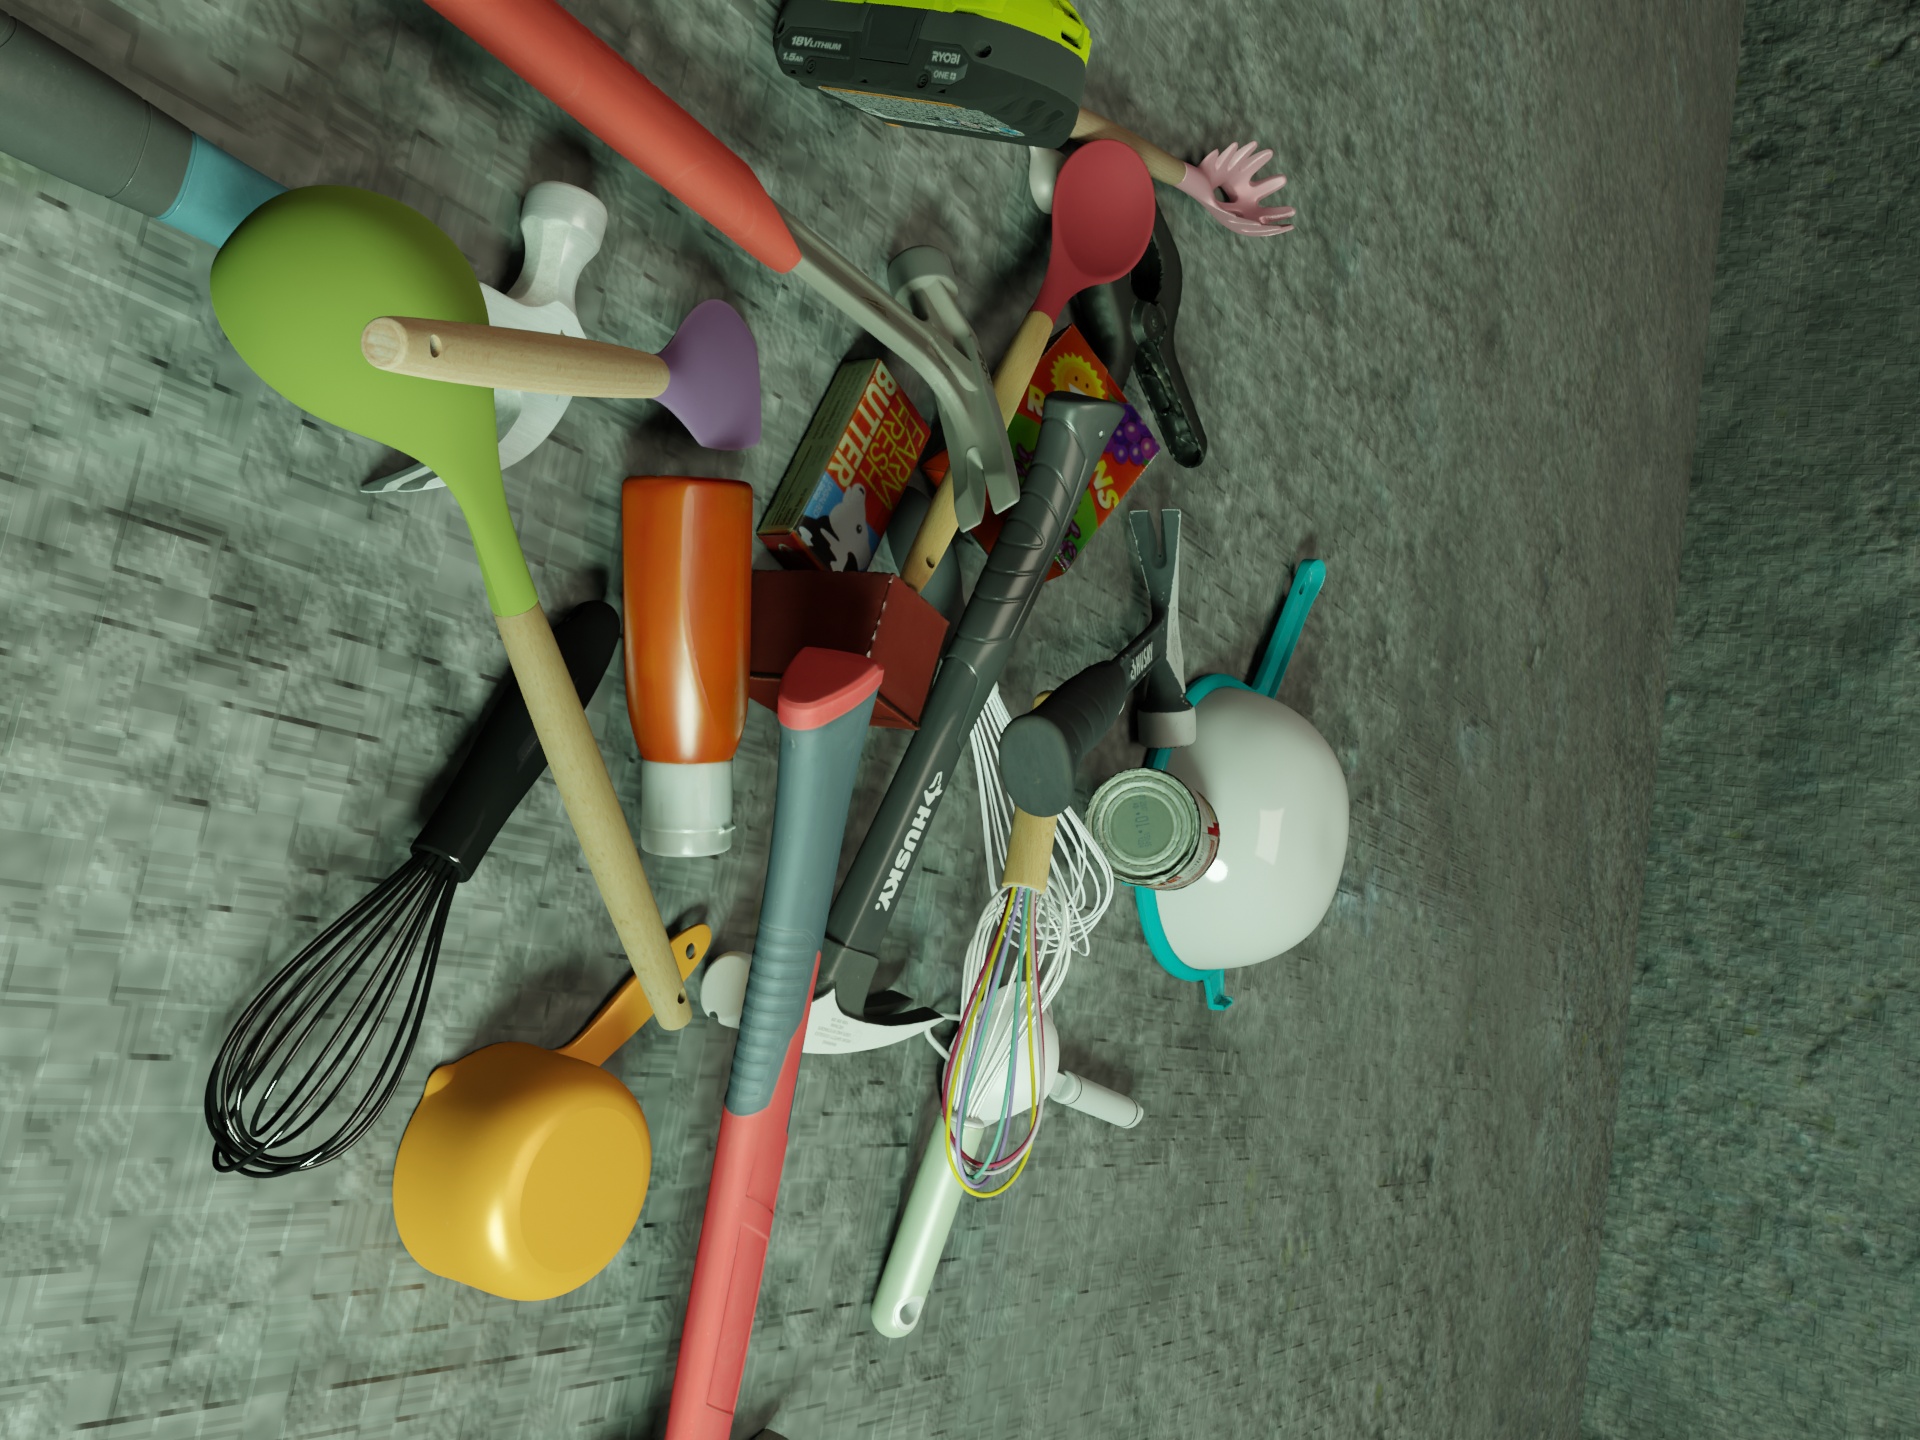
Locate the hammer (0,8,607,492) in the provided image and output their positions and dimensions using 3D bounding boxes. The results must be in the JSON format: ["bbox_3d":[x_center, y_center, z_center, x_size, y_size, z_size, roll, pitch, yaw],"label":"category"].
[{"bbox_3d":[-0.232,-0.161,0.442,0.330,0.033,0.128,23,74,-55],"label":"hammer"}]

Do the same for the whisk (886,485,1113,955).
[{"bbox_3d":[0.018,0.008,0.819,0.070,0.070,0.284,-48,127,-42],"label":"whisk"}]

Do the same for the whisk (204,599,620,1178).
[{"bbox_3d":[-0.176,0.046,0.541,0.055,0.055,0.239,59,43,-41],"label":"whisk"}]

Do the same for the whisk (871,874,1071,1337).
[{"bbox_3d":[0.003,0.194,0.807,0.057,0.059,0.246,21,88,-40],"label":"whisk"}]

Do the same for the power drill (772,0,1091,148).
[{"bbox_3d":[0.000,-0.368,0.654,0.080,0.191,0.228,-3,111,-56],"label":"power drill"}]

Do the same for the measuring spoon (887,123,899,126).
[{"bbox_3d":[-0.007,-0.312,0.782,0.117,0.011,0.021,-41,127,-42],"label":"measuring spoon"}]

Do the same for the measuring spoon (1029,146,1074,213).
[{"bbox_3d":[0.041,-0.330,0.840,0.034,0.018,0.124,-49,131,-41],"label":"measuring spoon"}]

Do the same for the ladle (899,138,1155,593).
[{"bbox_3d":[0.032,-0.180,0.786,0.069,0.031,0.316,46,52,-30],"label":"ladle"}]

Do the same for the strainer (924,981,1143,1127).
[{"bbox_3d":[0.059,0.210,0.918,0.087,0.050,0.258,-61,145,-7],"label":"strainer"}]

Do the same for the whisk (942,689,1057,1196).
[{"bbox_3d":[0.029,0.103,0.766,0.051,0.047,0.245,124,-22,-72],"label":"whisk"}]

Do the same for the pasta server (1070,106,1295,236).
[{"bbox_3d":[0.121,-0.329,0.929,0.316,0.040,0.060,-10,84,-58],"label":"pasta server"}]

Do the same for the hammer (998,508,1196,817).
[{"bbox_3d":[0.079,-0.024,0.808,0.409,0.036,0.149,-35,123,-72],"label":"hammer"}]

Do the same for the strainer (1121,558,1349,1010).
[{"bbox_3d":[0.229,0.024,1.095,0.210,0.095,0.340,54,52,-44],"label":"strainer"}]

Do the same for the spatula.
[{"bbox_3d":[-0.113,-0.119,0.535,0.316,0.018,0.059,-47,137,-76],"label":"spatula"}]

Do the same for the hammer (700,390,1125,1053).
[{"bbox_3d":[-0.001,-0.002,0.742,0.146,0.035,0.335,32,81,-55],"label":"hammer"}]

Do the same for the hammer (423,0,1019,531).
[{"bbox_3d":[-0.097,-0.201,0.599,0.358,0.036,0.149,27,42,-50],"label":"hammer"}]

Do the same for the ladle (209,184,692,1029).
[{"bbox_3d":[-0.148,-0.016,0.523,0.078,0.062,0.319,-64,149,-49],"label":"ladle"}]

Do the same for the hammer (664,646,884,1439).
[{"bbox_3d":[-0.075,0.162,0.653,0.143,0.038,0.386,-1,104,-62],"label":"hammer"}]

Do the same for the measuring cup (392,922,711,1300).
[{"bbox_3d":[-0.134,0.141,0.608,0.174,0.052,0.095,-49,132,-39],"label":"measuring cup"}]
